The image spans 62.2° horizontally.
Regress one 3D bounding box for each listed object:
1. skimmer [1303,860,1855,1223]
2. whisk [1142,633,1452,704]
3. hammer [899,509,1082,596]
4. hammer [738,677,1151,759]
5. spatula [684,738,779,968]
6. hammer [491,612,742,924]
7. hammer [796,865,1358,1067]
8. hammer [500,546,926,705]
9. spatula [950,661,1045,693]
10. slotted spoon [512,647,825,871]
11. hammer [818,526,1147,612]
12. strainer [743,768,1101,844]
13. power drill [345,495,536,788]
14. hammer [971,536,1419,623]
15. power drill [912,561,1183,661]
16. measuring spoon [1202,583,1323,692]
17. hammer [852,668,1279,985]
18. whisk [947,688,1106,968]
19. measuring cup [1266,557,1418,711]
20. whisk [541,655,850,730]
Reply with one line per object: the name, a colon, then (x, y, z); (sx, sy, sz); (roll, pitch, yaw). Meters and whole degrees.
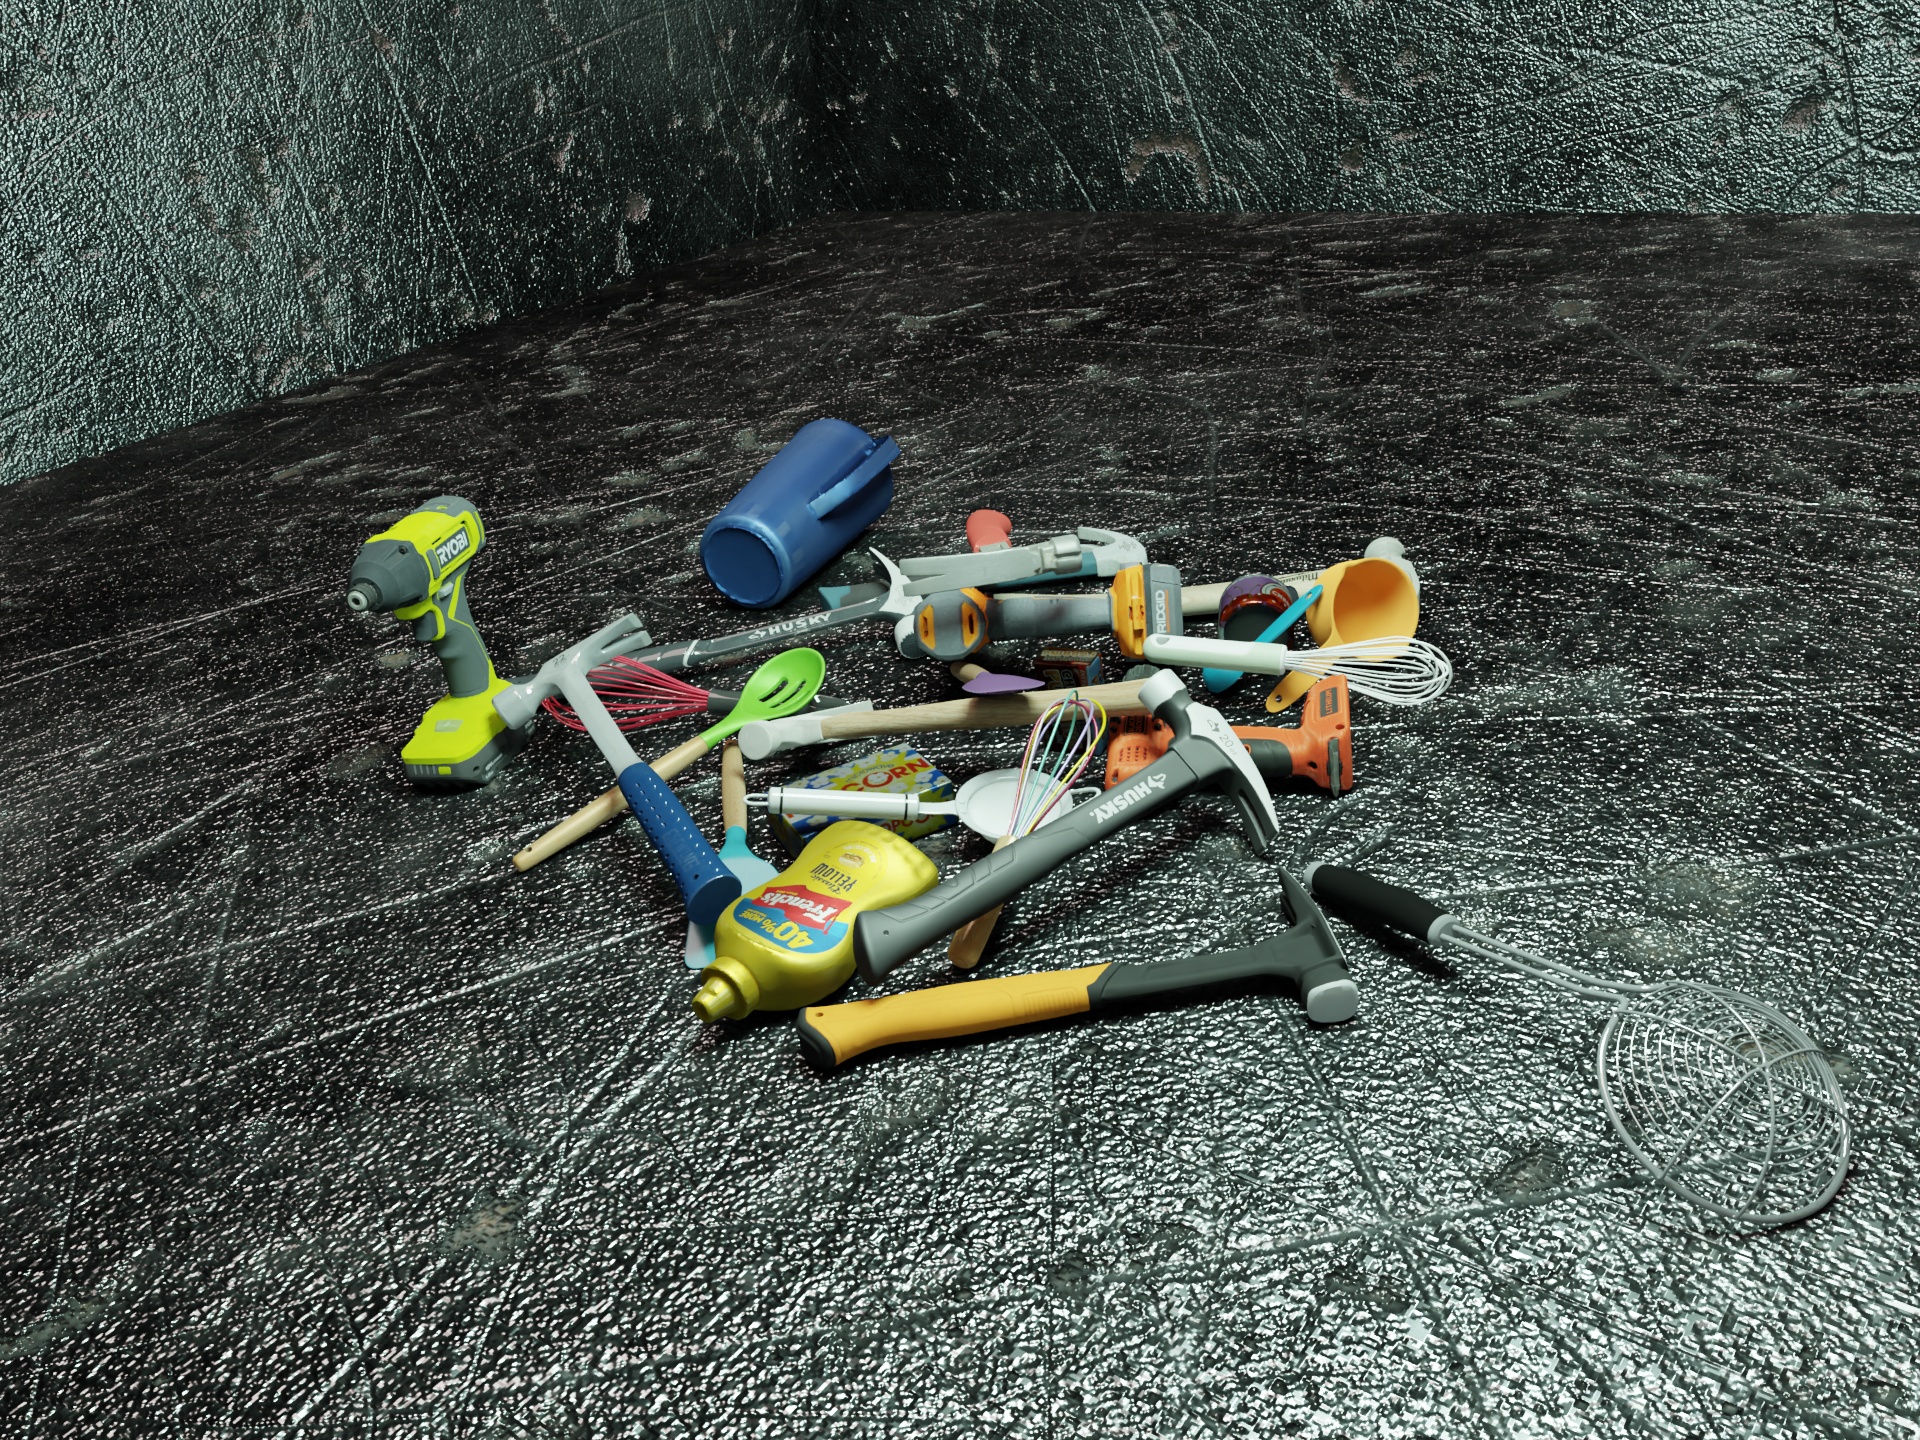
skimmer: (0.327, 0.165, 0.919); (0.127, 0.090, 0.363); (-23, 20, -22)
whisk: (0.267, -0.048, 1.278); (0.246, 0.059, 0.058); (6, 38, 19)
hammer: (0.018, -0.160, 1.461); (0.149, 0.036, 0.359); (-8, 12, -1)
hammer: (-0.002, -0.004, 1.257); (0.331, 0.031, 0.130); (-6, 4, 23)
spatula: (-0.173, 0.087, 1.224); (0.082, 0.044, 0.318); (-12, 23, -4)
hammer: (-0.254, 0.033, 1.236); (0.144, 0.035, 0.406); (-36, 38, -9)
hammer: (0.066, 0.164, 0.990); (0.337, 0.034, 0.127); (-9, 28, -2)
hammer: (-0.237, -0.073, 1.514); (0.409, 0.036, 0.149); (-14, 42, -4)
spatula: (0.018, -0.034, 1.288); (0.059, 0.018, 0.316); (-6, 5, -7)
slotted spoon: (-0.234, 0.032, 1.307); (0.314, 0.031, 0.070); (-36, 45, -29)
hammer: (0.021, -0.141, 1.596); (0.331, 0.033, 0.128); (-8, 28, 1)
strainer: (-0.028, 0.064, 1.157); (0.258, 0.050, 0.087); (3, 33, -6)
power drill: (-0.450, -0.061, 1.366); (0.080, 0.223, 0.171); (-1, 28, 14)
hammer: (0.212, -0.107, 1.473); (0.410, 0.038, 0.146); (-5, 29, 8)
power drill: (0.079, -0.094, 1.404); (0.226, 0.084, 0.164); (-3, 6, 5)
measuring spoon: (0.250, -0.074, 1.334); (0.128, 0.021, 0.042); (-43, 22, 13)
hammer: (0.068, 0.086, 1.060); (0.335, 0.035, 0.146); (-27, 68, -30)
whisk: (0.047, 0.069, 1.108); (0.047, 0.051, 0.245); (22, 54, 7)
measuring cup: (0.307, -0.066, 1.339); (0.173, 0.095, 0.052); (-41, 15, -13)
whisk: (-0.239, -0.018, 1.412); (0.296, 0.073, 0.073); (5, 29, 11)
